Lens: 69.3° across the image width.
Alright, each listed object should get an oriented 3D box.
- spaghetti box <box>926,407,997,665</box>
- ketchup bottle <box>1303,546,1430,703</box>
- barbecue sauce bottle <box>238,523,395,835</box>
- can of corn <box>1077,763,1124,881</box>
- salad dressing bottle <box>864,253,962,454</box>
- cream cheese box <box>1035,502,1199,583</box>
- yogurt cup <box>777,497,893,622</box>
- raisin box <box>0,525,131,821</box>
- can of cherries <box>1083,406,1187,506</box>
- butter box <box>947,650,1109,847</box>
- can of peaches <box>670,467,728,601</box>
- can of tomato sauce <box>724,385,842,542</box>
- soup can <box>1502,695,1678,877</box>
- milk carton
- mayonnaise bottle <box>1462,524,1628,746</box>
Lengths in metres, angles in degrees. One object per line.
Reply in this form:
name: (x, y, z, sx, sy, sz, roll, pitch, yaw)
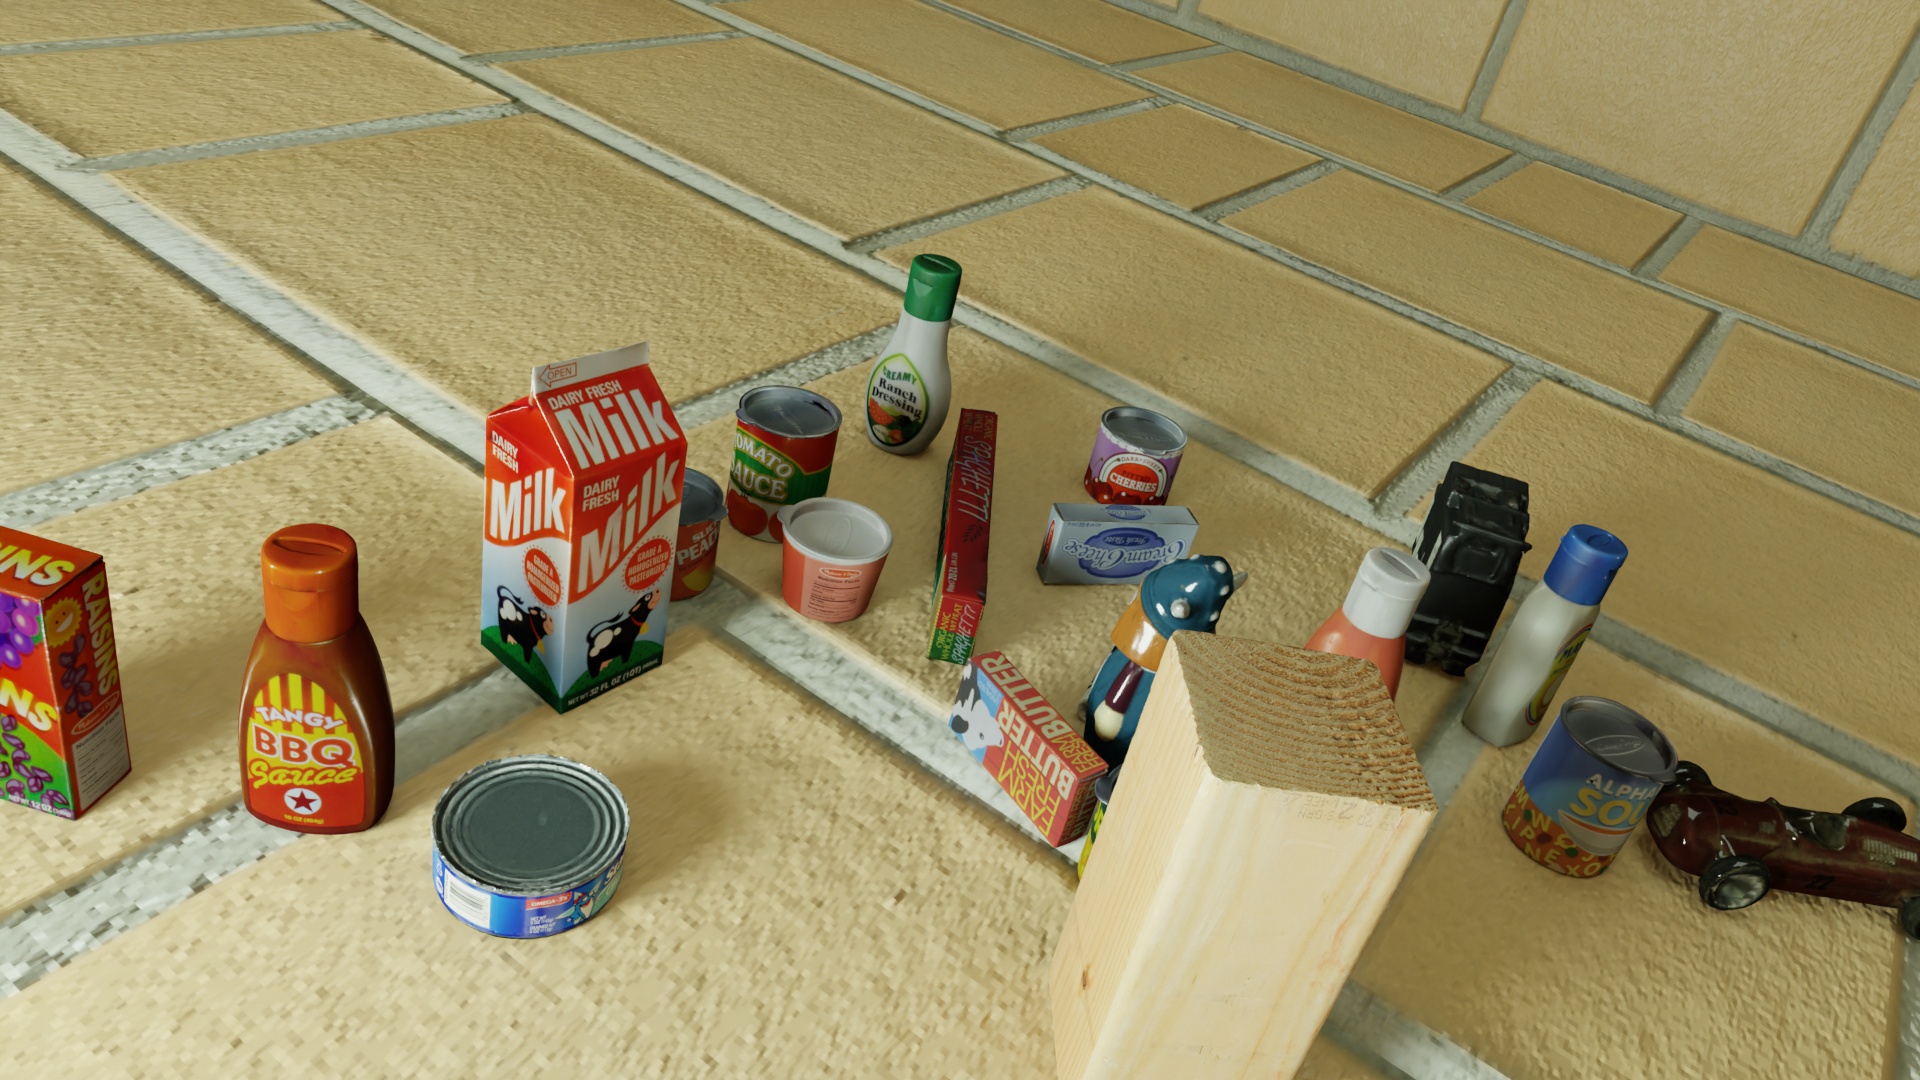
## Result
spaghetti box: (0.003, -0.012, 0.931, 0.029, 0.050, 0.251, 12, 32, -4)
ketchup bottle: (0.222, 0.074, 0.794, 0.044, 0.148, 0.065, -8, 38, -32)
barbecue sauce bottle: (-0.283, 0.062, 0.610, 0.065, 0.147, 0.044, 10, 32, -7)
can of corn: (0.095, 0.154, 0.704, 0.071, 0.058, 0.071, 10, 32, -7)
salad dressing bottle: (-0.032, -0.135, 1.016, 0.064, 0.146, 0.044, 28, 34, 20)
cream cheese box: (0.106, 0.003, 0.946, 0.104, 0.053, 0.024, 1, 34, -21)
yogurt cup: (-0.079, 0.014, 0.855, 0.072, 0.053, 0.073, 10, 32, -7)
raisin box: (-0.412, 0.053, 0.597, 0.086, 0.122, 0.040, 16, 32, 3)
can of cherries: (0.131, -0.059, 1.047, 0.071, 0.058, 0.072, 10, 32, -7)
butter box: (0.035, 0.111, 0.751, 0.024, 0.052, 0.104, -11, 40, -35)
can of peaches: (-0.177, -0.004, 0.839, 0.071, 0.057, 0.071, 10, 32, -7)
can of tomato sauce: (-0.118, -0.049, 0.909, 0.071, 0.082, 0.071, 10, 32, -7)
soup can: (0.363, 0.144, 0.801, 0.071, 0.083, 0.072, 10, 32, -7)
milk carton: (-0.197, -0.013, 0.721, 0.073, 0.189, 0.072, 33, 36, 27)
mayonnaise bottle: (0.369, 0.060, 0.874, 0.065, 0.147, 0.041, -17, 43, -40)
